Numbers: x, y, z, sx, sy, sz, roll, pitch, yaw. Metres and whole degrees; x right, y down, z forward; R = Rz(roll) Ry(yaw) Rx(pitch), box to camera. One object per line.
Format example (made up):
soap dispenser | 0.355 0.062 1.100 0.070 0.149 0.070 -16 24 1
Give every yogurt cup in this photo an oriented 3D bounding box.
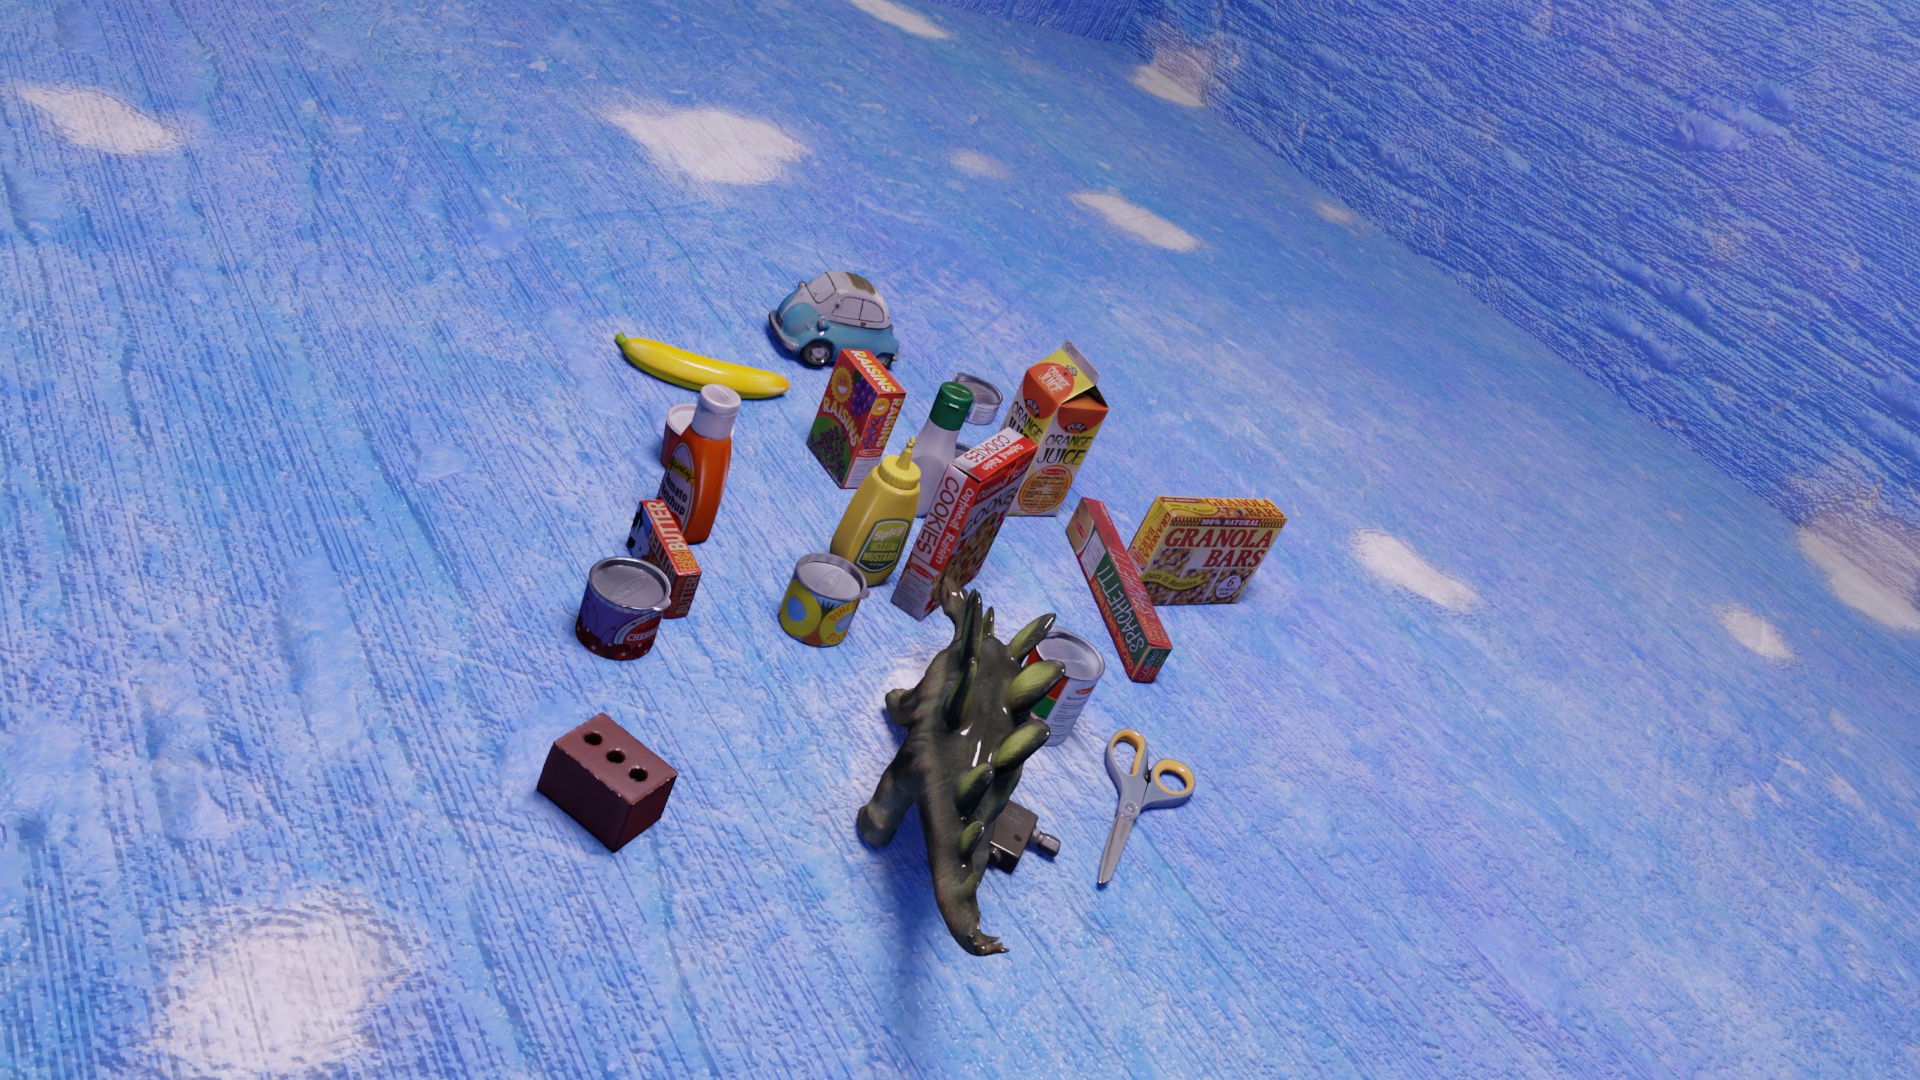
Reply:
yogurt cup | -0.264 -0.096 1.375 0.072 0.053 0.073 18 32 -11

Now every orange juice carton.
orange juice carton | 0.097 -0.122 1.527 0.073 0.191 0.072 0 39 -35

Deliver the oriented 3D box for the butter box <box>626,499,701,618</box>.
butter box | -0.259 0.015 1.211 0.024 0.052 0.104 -1 39 -36

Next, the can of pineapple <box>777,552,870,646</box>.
can of pineapple | -0.123 0.054 1.241 0.071 0.057 0.071 18 32 -11

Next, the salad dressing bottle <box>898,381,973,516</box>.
salad dressing bottle | -0.028 -0.095 1.443 0.064 0.147 0.044 19 31 -8

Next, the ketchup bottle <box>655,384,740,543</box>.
ketchup bottle | -0.237 -0.072 1.266 0.044 0.148 0.065 -11 45 -44

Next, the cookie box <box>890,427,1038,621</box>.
cookie box | 0.005 -0.017 1.329 0.040 0.166 0.123 33 32 14

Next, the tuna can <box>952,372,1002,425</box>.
tuna can | 0.014 -0.174 1.701 0.071 0.032 0.071 17 32 -11

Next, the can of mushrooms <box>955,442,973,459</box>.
can of mushrooms | -0.001 -0.077 1.544 0.071 0.033 0.071 17 32 -11

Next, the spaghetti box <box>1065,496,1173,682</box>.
spaghetti box | 0.162 0.047 1.452 0.029 0.050 0.251 10 34 -22

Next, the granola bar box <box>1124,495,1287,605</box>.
granola bar box | 0.257 0.011 1.499 0.166 0.123 0.039 1 38 -34

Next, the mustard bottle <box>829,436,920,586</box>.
mustard bottle | -0.073 -0.029 1.302 0.065 0.159 0.049 -1 39 -36

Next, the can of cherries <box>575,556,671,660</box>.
can of cherries | -0.274 0.057 1.133 0.071 0.058 0.072 18 32 -11

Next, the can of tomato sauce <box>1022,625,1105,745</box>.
can of tomato sauce | 0.081 0.130 1.241 0.071 0.082 0.071 18 32 -11

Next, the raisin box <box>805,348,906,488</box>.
raisin box | -0.110 -0.128 1.460 0.040 0.122 0.086 -3 41 -38
